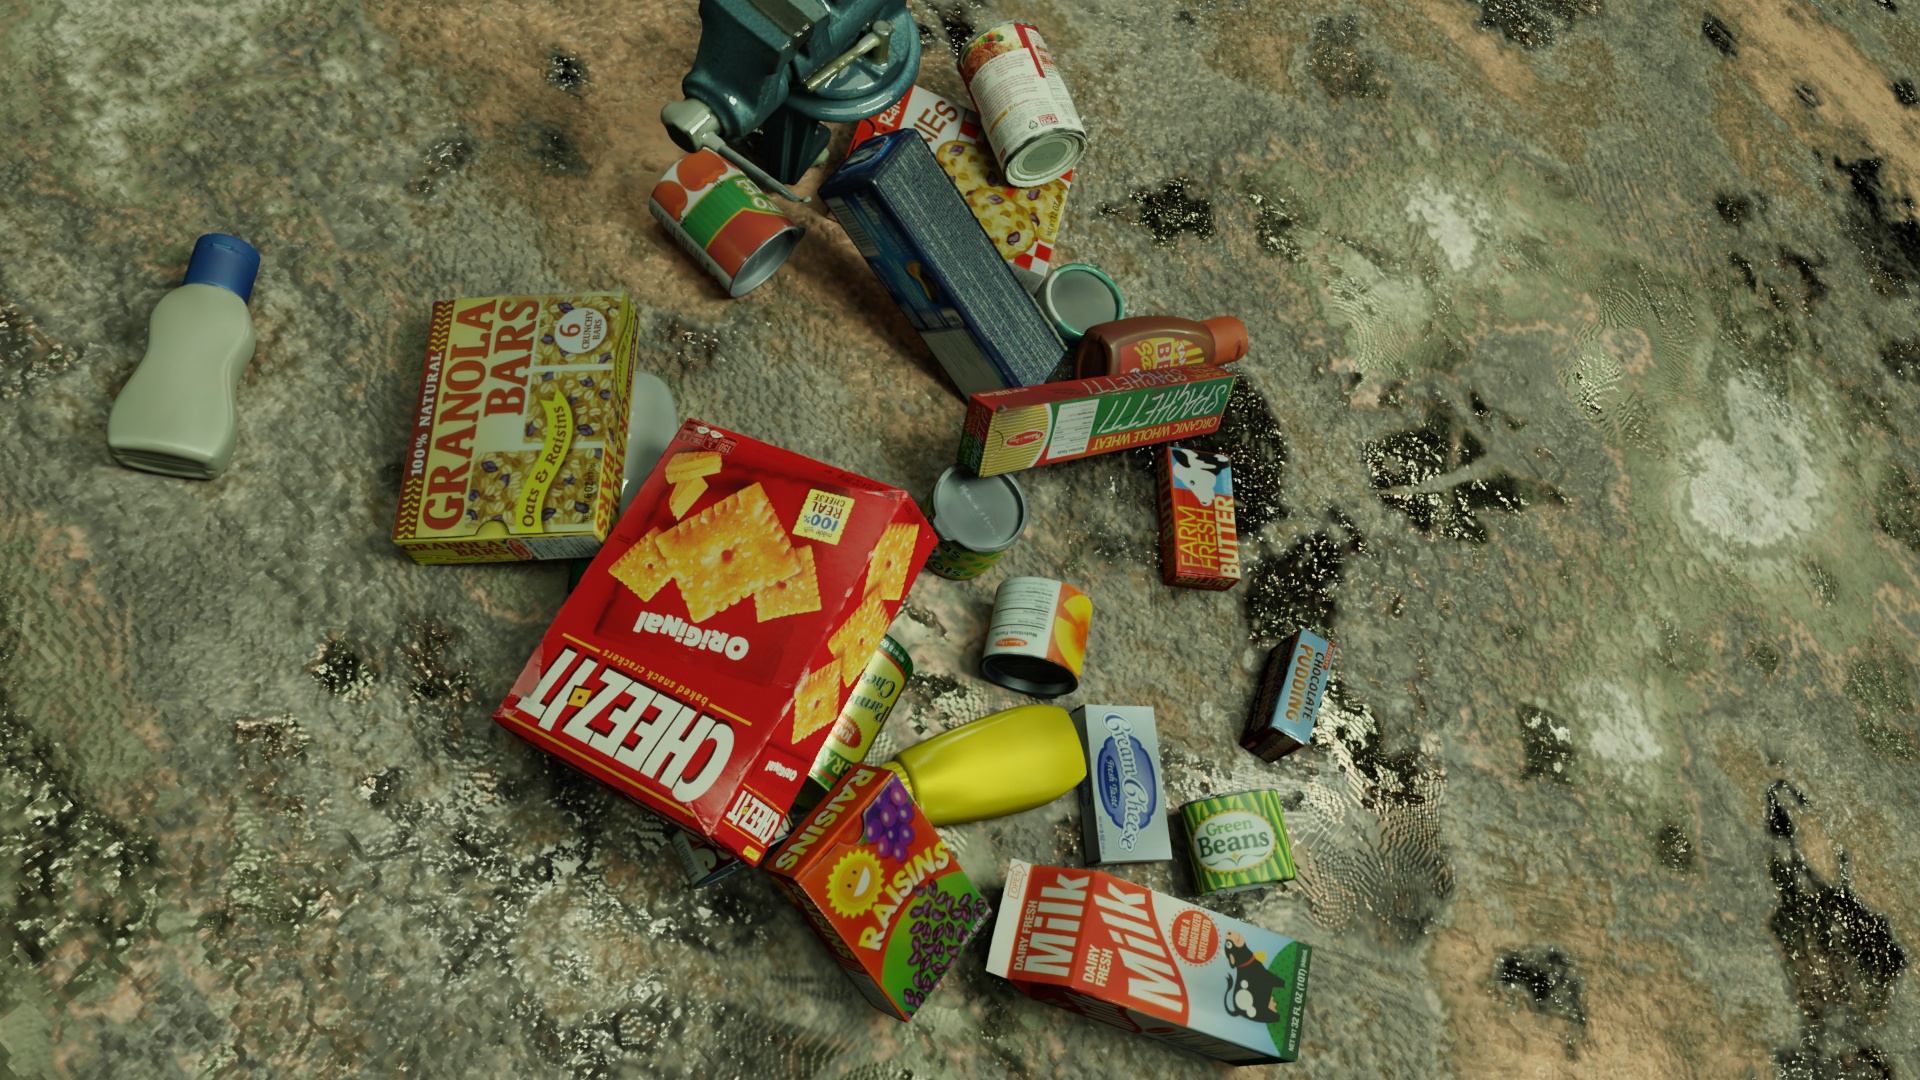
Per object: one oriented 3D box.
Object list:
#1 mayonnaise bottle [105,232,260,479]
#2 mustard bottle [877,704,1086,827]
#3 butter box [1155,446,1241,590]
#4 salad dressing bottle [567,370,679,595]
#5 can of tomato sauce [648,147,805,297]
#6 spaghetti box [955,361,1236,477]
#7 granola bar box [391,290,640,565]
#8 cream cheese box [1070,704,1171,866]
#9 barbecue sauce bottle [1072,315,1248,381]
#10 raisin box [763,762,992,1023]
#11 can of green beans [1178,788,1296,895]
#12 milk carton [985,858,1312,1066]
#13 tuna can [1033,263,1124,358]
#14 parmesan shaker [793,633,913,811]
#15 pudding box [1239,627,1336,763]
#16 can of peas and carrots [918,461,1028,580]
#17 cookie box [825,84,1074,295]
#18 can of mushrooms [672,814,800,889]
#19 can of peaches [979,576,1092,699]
[{"bbox_3d":[-0.450,-0.111,0.819,0.065,0.041,0.148,11,64,-17],"label":"mayonnaise bottle"},{"bbox_3d":[-0.002,0.147,0.868,0.161,0.048,0.065,-11,74,-23],"label":"mustard bottle"},{"bbox_3d":[0.173,-0.016,1.016,0.053,0.024,0.104,8,66,-18],"label":"butter box"},{"bbox_3d":[-0.215,-0.033,0.871,0.064,0.043,0.148,10,66,-12],"label":"salad dressing bottle"},{"bbox_3d":[-0.161,-0.221,0.957,0.083,0.071,0.071,45,61,3],"label":"can of tomato sauce"},{"bbox_3d":[0.101,-0.087,0.967,0.251,0.050,0.029,-13,38,-41],"label":"spaghetti box"},{"bbox_3d":[-0.267,-0.071,0.844,0.124,0.039,0.166,-2,67,5],"label":"granola bar box"},{"bbox_3d":[0.106,0.161,0.915,0.053,0.024,0.104,4,67,-20],"label":"cream cheese box"},{"bbox_3d":[0.153,-0.141,1.044,0.149,0.064,0.044,-17,41,-34],"label":"barbecue sauce bottle"},{"bbox_3d":[-0.045,0.202,0.801,0.086,0.040,0.123,-46,118,-29],"label":"raisin box"},{"bbox_3d":[0.180,0.196,0.903,0.071,0.071,0.058,-2,69,-21],"label":"can of green beans"},{"bbox_3d":[0.110,0.257,0.847,0.190,0.073,0.072,21,63,-10],"label":"milk carton"},{"bbox_3d":[0.091,-0.173,1.049,0.071,0.032,0.071,7,66,-17],"label":"tuna can"},{"bbox_3d":[-0.082,0.103,0.846,0.071,0.071,0.103,32,61,-5],"label":"parmesan shaker"},{"bbox_3d":[0.229,0.108,0.969,0.030,0.049,0.084,29,61,-5],"label":"pudding box"},{"bbox_3d":[0.003,-0.012,0.932,0.071,0.058,0.071,7,66,-17],"label":"can of peas and carrots"},{"bbox_3d":[-0.004,-0.269,1.051,0.167,0.040,0.123,21,62,-10],"label":"cookie box"},{"bbox_3d":[-0.128,0.170,0.801,0.071,0.070,0.033,-23,76,-27],"label":"can of mushrooms"},{"bbox_3d":[0.051,0.064,0.915,0.071,0.071,0.058,19,63,-12],"label":"can of peaches"}]
